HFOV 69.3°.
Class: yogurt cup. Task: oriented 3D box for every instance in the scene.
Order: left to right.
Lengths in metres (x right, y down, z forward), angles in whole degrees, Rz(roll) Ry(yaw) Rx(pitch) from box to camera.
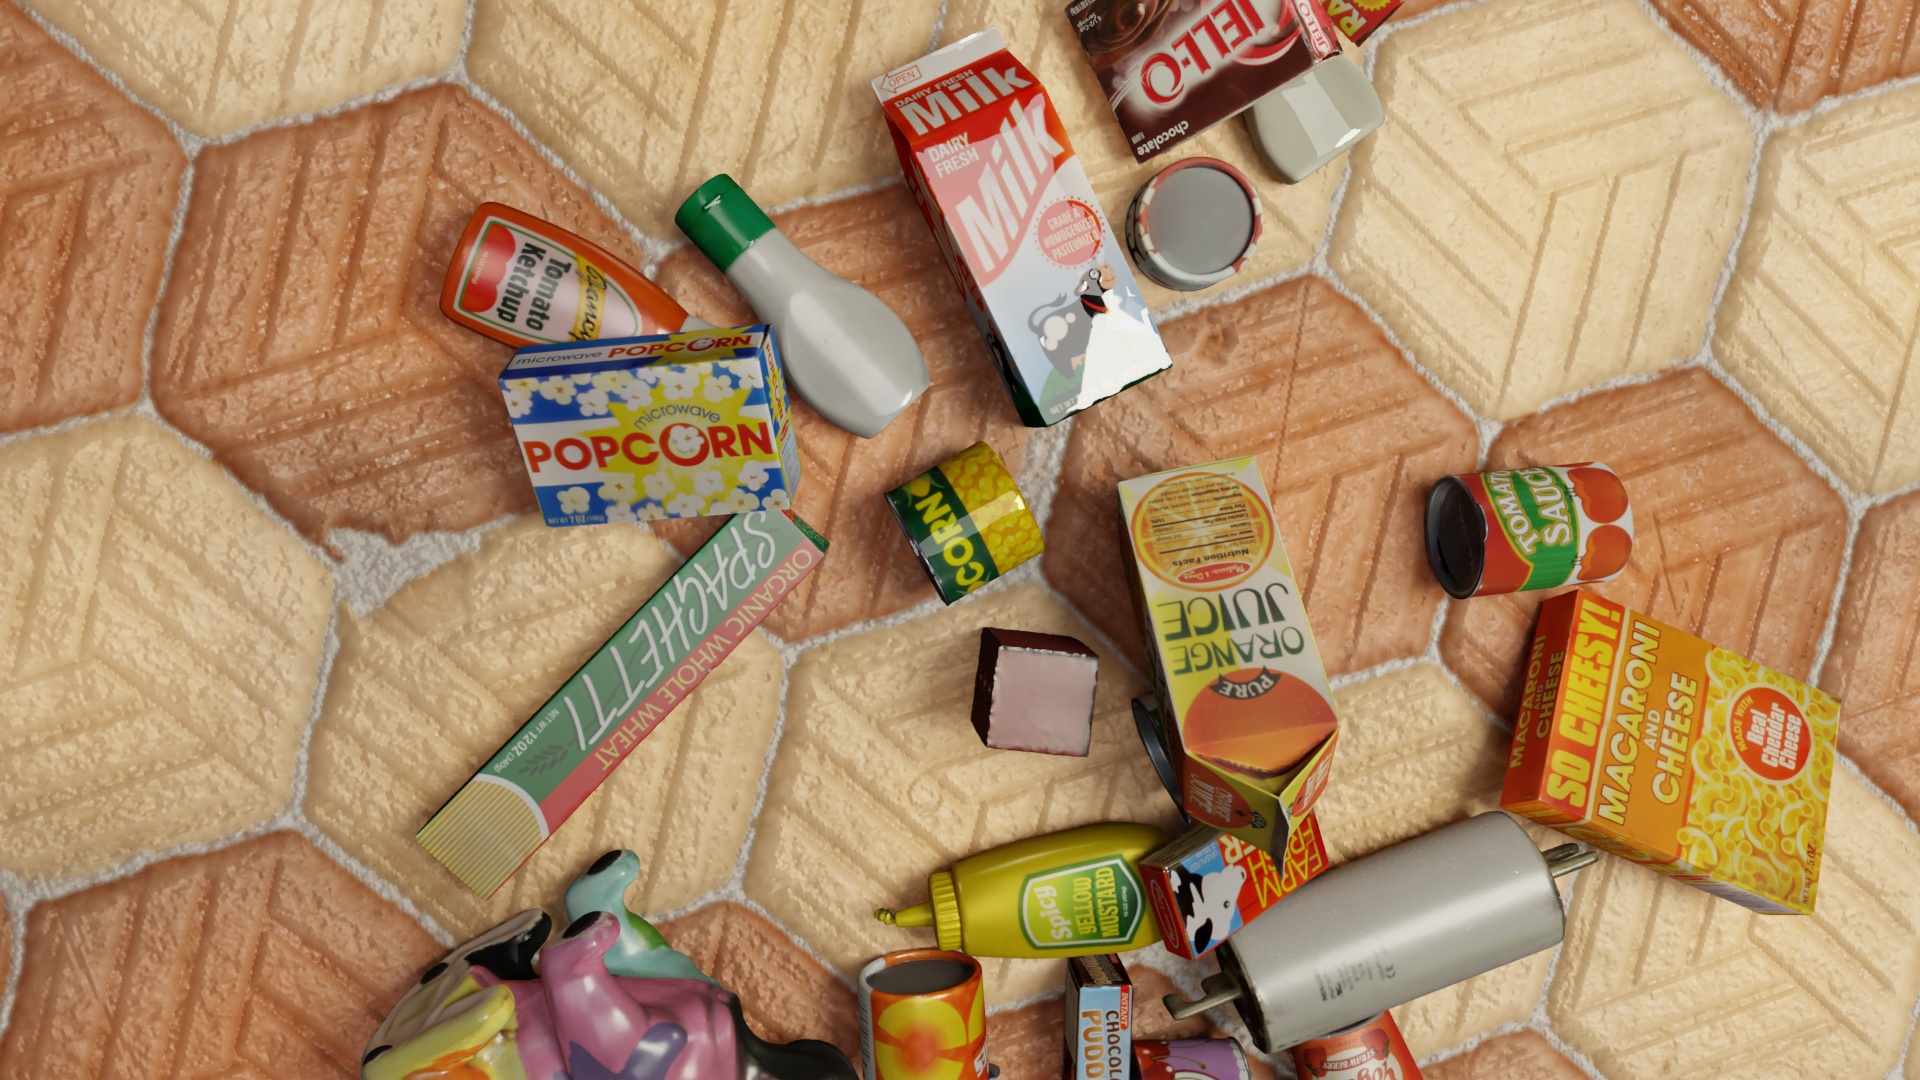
[{"bbox_3d":[0.211,0.281,0.747,0.072,0.072,0.054,-19,88,-4],"label":"yogurt cup"}]

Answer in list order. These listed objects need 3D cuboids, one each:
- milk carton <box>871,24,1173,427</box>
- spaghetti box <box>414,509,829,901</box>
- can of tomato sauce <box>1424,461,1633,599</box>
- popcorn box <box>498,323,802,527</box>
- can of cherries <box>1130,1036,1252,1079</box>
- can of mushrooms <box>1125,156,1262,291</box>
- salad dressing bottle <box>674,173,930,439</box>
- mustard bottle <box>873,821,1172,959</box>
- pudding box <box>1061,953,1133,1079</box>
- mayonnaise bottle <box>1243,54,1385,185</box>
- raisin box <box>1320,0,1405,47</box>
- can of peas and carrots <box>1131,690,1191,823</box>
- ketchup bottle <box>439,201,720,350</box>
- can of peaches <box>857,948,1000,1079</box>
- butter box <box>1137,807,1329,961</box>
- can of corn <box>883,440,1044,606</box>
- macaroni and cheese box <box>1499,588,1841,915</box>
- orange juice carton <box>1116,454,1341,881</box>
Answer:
[{"bbox_3d":[0.028,-0.156,0.694,0.072,0.073,0.190,-26,96,-4],"label":"milk carton"},{"bbox_3d":[-0.171,0.076,0.710,0.050,0.029,0.250,45,88,-8],"label":"spaghetti box"},{"bbox_3d":[0.300,-0.007,0.735,0.083,0.071,0.071,-6,94,-6],"label":"can of tomato sauce"},{"bbox_3d":[-0.148,-0.054,0.672,0.127,0.038,0.084,-4,123,5],"label":"popcorn box"},{"bbox_3d":[0.119,0.298,0.733,0.058,0.071,0.071,1,94,-6],"label":"can of cherries"},{"bbox_3d":[0.122,-0.167,0.724,0.071,0.033,0.071,0,94,-5],"label":"can of mushrooms"},{"bbox_3d":[-0.080,-0.119,0.701,0.064,0.044,0.147,-43,96,-6],"label":"salad dressing bottle"},{"bbox_3d":[0.035,0.189,0.728,0.160,0.049,0.065,-8,94,-6],"label":"mustard bottle"},{"bbox_3d":[0.072,0.267,0.737,0.030,0.049,0.083,2,93,-4],"label":"pudding box"},{"bbox_3d":[0.155,-0.261,0.718,0.064,0.041,0.148,-34,95,8],"label":"mayonnaise bottle"},{"bbox_3d":[0.186,-0.322,0.701,0.123,0.040,0.086,44,56,-6],"label":"raisin box"},{"bbox_3d":[0.130,0.103,0.725,0.059,0.071,0.071,-24,96,-5],"label":"can of peas and carrots"},{"bbox_3d":[-0.176,-0.111,0.691,0.149,0.043,0.064,23,95,-8],"label":"ketchup bottle"},{"bbox_3d":[-0.017,0.250,0.718,0.071,0.071,0.058,-5,94,-6],"label":"can of peaches"},{"bbox_3d":[0.143,0.167,0.717,0.104,0.024,0.053,-24,102,-29],"label":"butter box"},{"bbox_3d":[0.003,-0.009,0.702,0.058,0.071,0.071,-30,96,-4],"label":"can of corn"},{"bbox_3d":[0.383,0.114,0.748,0.166,0.040,0.124,22,70,-6],"label":"macaroni and cheese box"},{"bbox_3d":[0.130,0.060,0.667,0.073,0.071,0.193,-11,57,1],"label":"orange juice carton"}]
